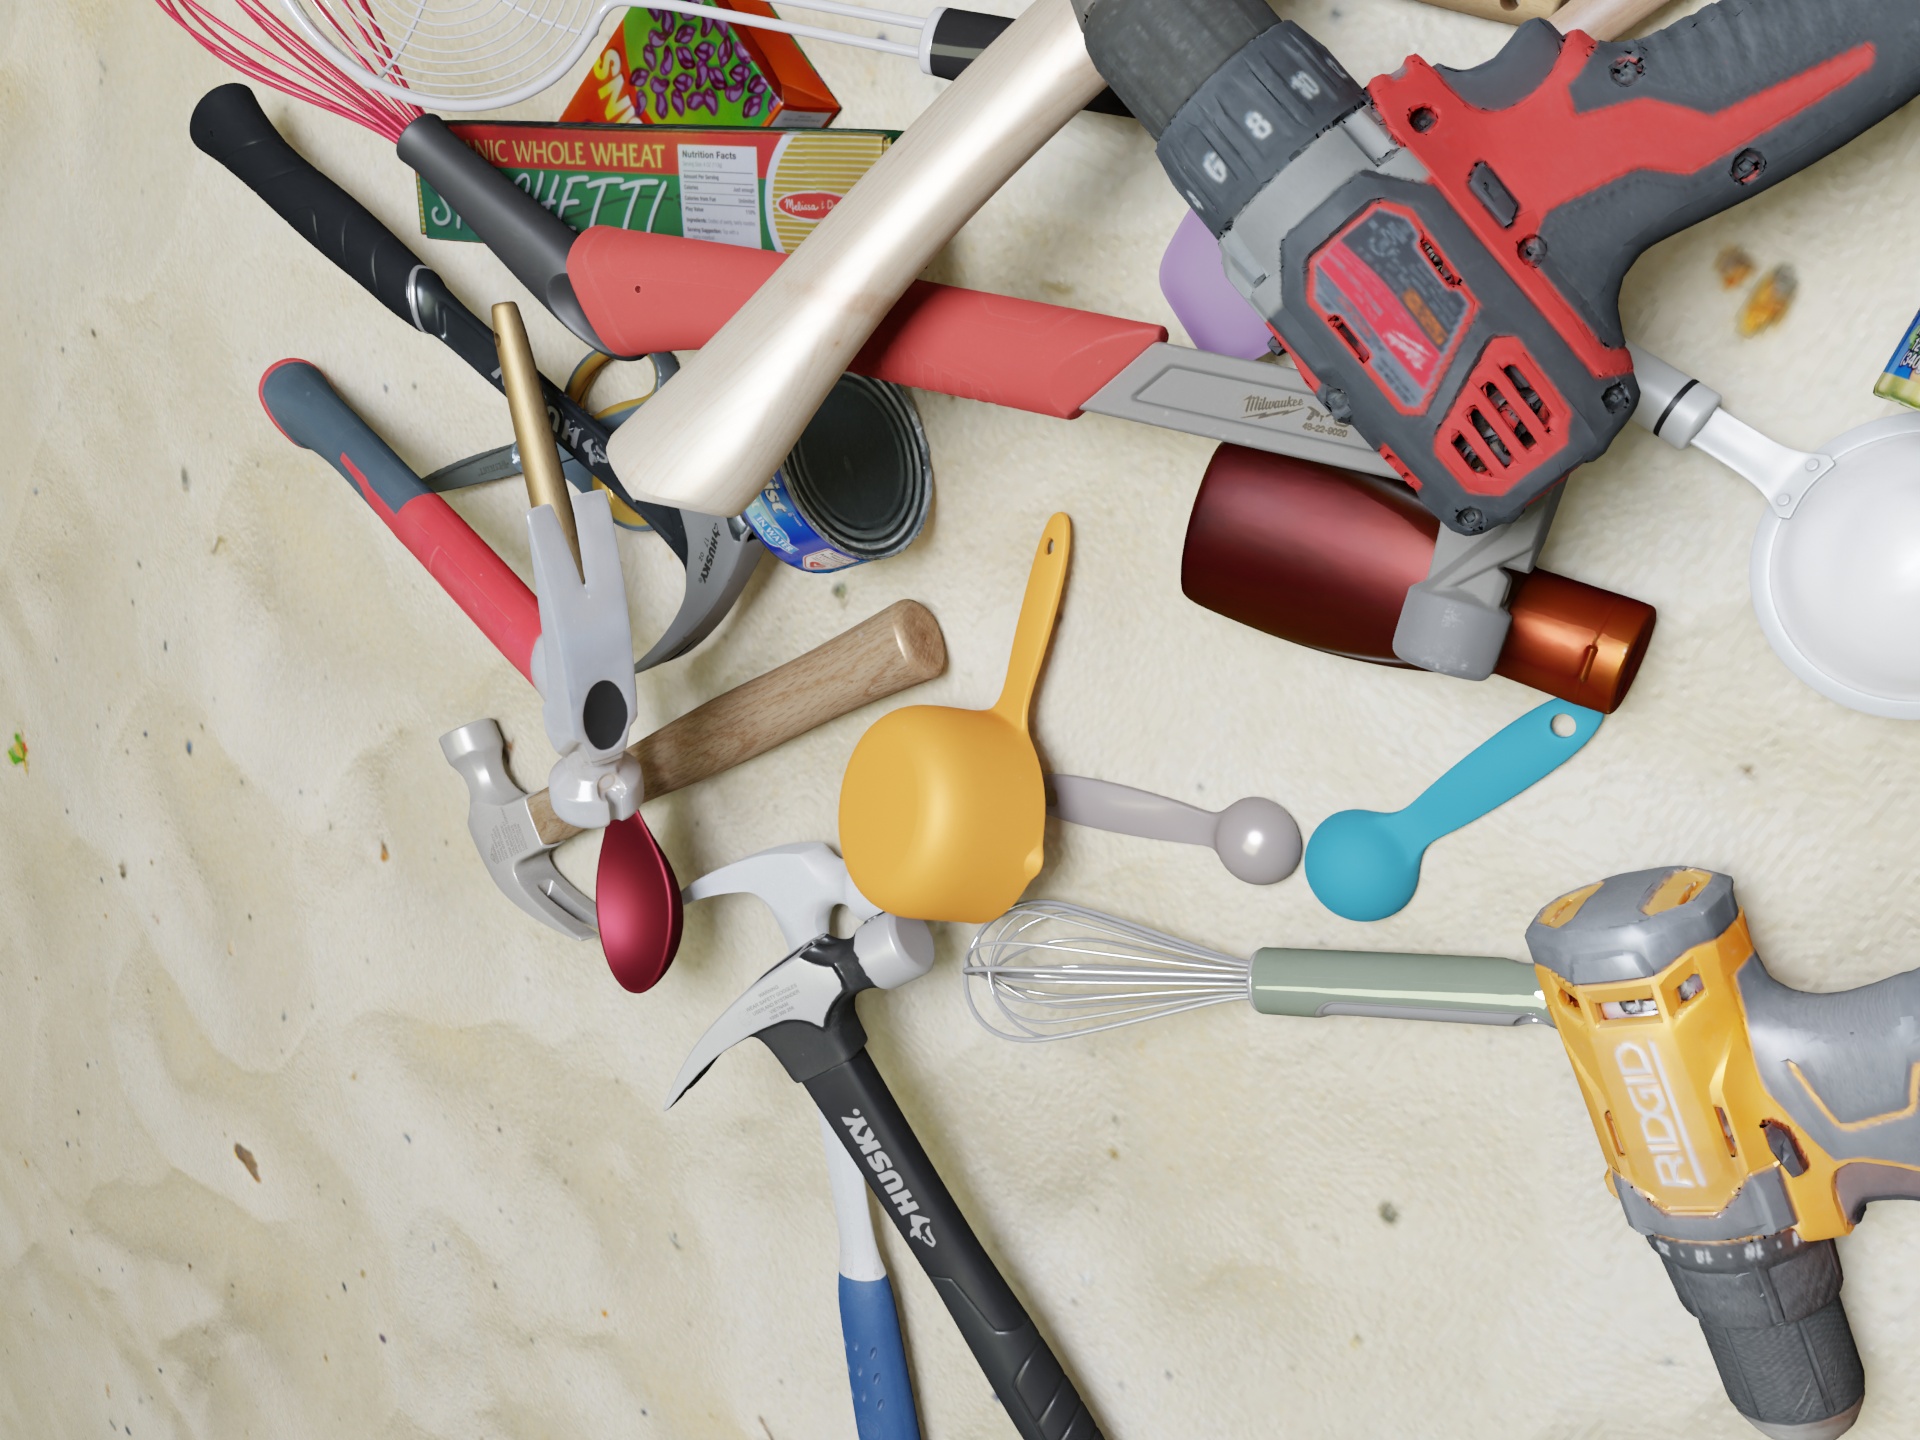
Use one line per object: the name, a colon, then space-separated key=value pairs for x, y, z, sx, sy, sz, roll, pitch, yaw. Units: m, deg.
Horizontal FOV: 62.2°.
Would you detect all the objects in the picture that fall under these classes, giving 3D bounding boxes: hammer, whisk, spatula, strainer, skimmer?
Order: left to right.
whisk: x=-0.231 y=-0.247 z=0.639 sx=0.296 sy=0.073 sz=0.073 roll=43 pitch=126 yaw=4
hammer: x=-0.251 y=-0.106 z=0.734 sx=0.387 sy=0.038 sz=0.143 roll=39 pitch=138 yaw=41
hammer: x=-0.239 y=-0.183 z=0.749 sx=0.409 sy=0.036 sz=0.149 roll=40 pitch=129 yaw=20
hammer: x=-0.133 y=0.018 z=0.759 sx=0.331 sy=0.031 sz=0.130 roll=-23 pitch=89 yaw=38
skimmer: x=-0.073 y=-0.254 z=0.551 sx=0.363 sy=0.090 sz=0.127 roll=18 pitch=100 yaw=17
hammer: x=-0.053 y=0.254 z=0.767 sx=0.144 sy=0.035 sz=0.405 roll=0 pitch=103 yaw=36
hammer: x=0.001 y=0.250 z=0.696 sx=0.146 sy=0.035 sz=0.335 roll=-30 pitch=94 yaw=24
hammer: x=0.020 y=-0.131 z=0.528 sx=0.359 sy=0.036 sz=0.149 roll=18 pitch=102 yaw=24
hammer: x=0.035 y=-0.216 z=0.478 sx=0.410 sy=0.038 sz=0.146 roll=-40 pitch=77 yaw=17
whisk: x=0.105 y=0.098 z=0.598 sx=0.246 sy=0.057 sz=0.059 roll=-3 pitch=69 yaw=33
spatula: x=0.185 y=-0.205 z=0.450 sx=0.316 sy=0.018 sz=0.060 roll=-31 pitch=91 yaw=34
strainer: x=0.218 y=-0.084 z=0.464 sx=0.259 sy=0.050 sz=0.087 roll=41 pitch=108 yaw=24

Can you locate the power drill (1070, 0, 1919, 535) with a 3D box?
power drill: x=0.154 y=-0.181 z=0.391 sx=0.226 sy=0.080 sz=0.188 roll=-40 pitch=89 yaw=22

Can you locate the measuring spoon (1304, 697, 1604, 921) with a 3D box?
measuring spoon: x=0.165 y=0.030 z=0.546 sx=0.042 sy=0.021 sz=0.128 roll=54 pitch=128 yaw=11

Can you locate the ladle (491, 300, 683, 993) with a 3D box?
ladle: x=-0.169 y=-0.028 z=0.716 sx=0.069 sy=0.031 sz=0.315 roll=5 pitch=110 yaw=48

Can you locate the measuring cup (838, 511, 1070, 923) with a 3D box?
measuring cup: x=-0.001 y=-0.002 z=0.628 sx=0.095 sy=0.052 sz=0.173 roll=37 pitch=117 yaw=53

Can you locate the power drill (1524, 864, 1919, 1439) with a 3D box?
power drill: x=0.293 y=0.122 z=0.446 sx=0.226 sy=0.084 sz=0.185 roll=-17 pitch=95 yaw=42

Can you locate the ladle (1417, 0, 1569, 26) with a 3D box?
ladle: x=0.043 y=-0.276 z=0.526 sx=0.320 sy=0.062 sz=0.078 roll=29 pitch=130 yaw=24

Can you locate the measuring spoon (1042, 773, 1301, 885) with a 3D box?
measuring spoon: x=0.072 y=0.040 z=0.621 sx=0.124 sy=0.018 sz=0.034 roll=11 pitch=110 yaw=35
